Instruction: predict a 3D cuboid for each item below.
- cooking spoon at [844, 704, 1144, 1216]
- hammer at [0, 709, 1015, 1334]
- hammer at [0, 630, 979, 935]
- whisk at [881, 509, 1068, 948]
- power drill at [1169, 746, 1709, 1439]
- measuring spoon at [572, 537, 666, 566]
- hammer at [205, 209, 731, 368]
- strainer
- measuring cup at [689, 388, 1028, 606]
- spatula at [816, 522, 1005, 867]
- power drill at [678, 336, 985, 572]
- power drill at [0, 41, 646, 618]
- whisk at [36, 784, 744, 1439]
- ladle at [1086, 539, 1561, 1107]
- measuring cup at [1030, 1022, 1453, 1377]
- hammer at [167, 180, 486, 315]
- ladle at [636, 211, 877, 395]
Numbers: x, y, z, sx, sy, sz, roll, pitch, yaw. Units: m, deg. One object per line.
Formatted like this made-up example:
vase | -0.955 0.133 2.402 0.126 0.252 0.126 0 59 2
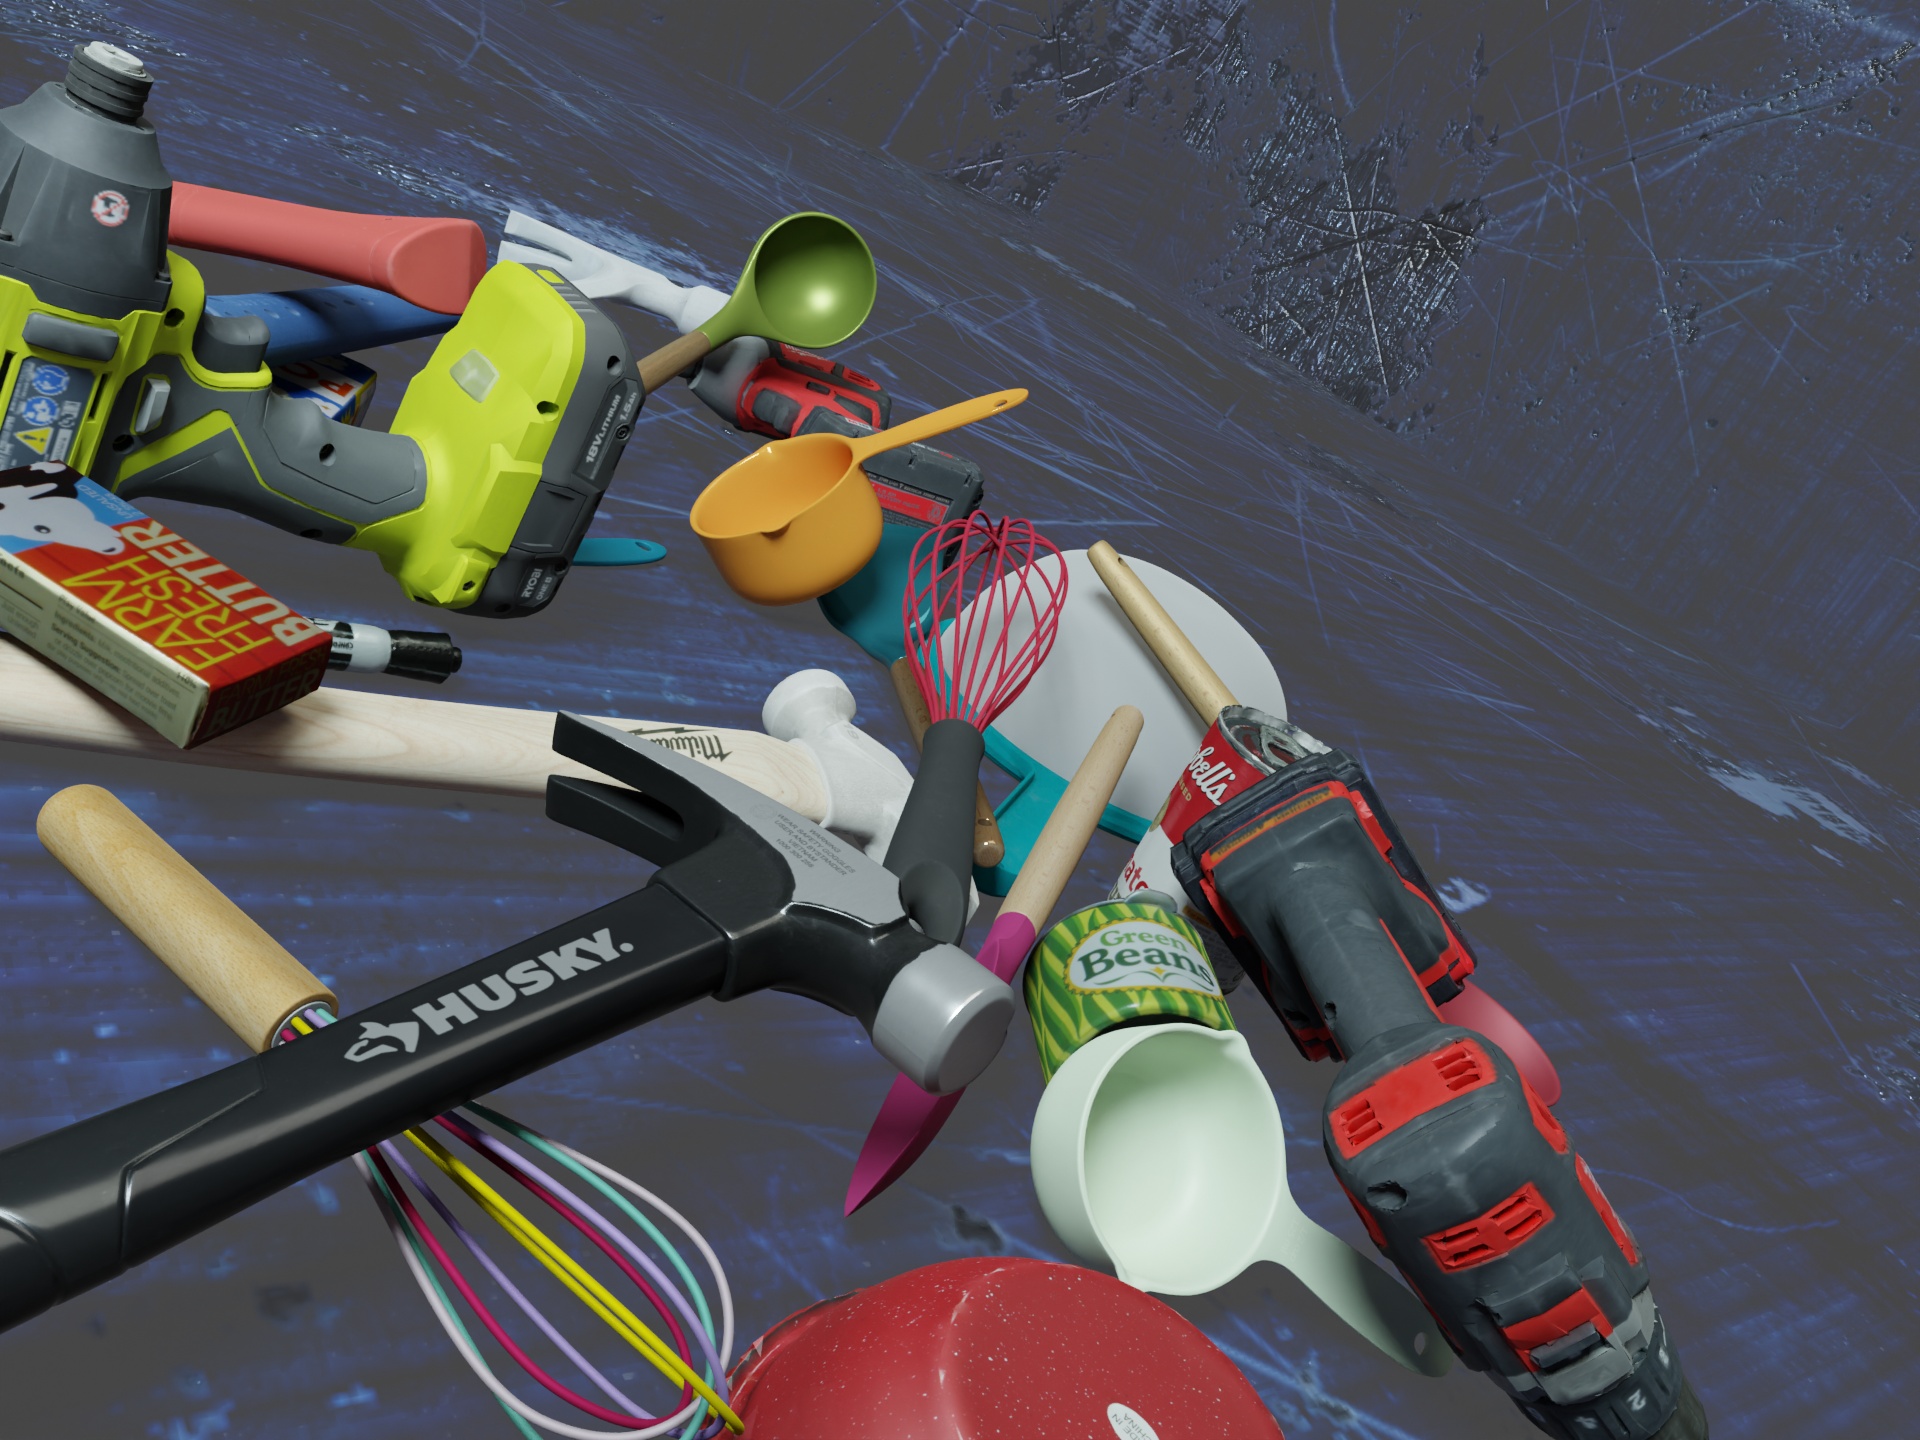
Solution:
cooking spoon | 0.026 0.060 0.551 0.017 0.068 0.319 36 29 0
hammer | -0.147 0.078 0.304 0.146 0.035 0.334 33 34 30
hammer | -0.179 0.011 0.499 0.410 0.038 0.146 9 30 -38
whisk | -0.001 -0.002 0.607 0.073 0.073 0.296 25 33 -9
power drill | 0.160 0.130 0.529 0.187 0.080 0.227 53 11 -25
measuring spoon | -0.178 -0.084 0.720 0.042 0.021 0.128 39 26 25
hammer | -0.246 -0.204 0.775 0.144 0.035 0.405 24 22 6
strainer | 0.072 -0.011 0.760 0.211 0.095 0.340 31 21 7
measuring cup | -0.042 -0.110 0.773 0.095 0.173 0.052 -104 172 -55
spatula | -0.021 -0.023 0.722 0.082 0.044 0.318 3 23 -14
power drill | -0.086 -0.169 0.949 0.143 0.078 0.220 14 23 -31
power drill | -0.227 -0.115 0.541 0.080 0.171 0.223 43 23 31
whisk | -0.142 0.089 0.377 0.245 0.051 0.047 33 1 22
ladle | 0.154 0.045 0.712 0.315 0.031 0.069 54 32 9
measuring cup | 0.088 0.156 0.489 0.167 0.038 0.083 41 62 -20
hammer | -0.364 -0.215 0.641 0.359 0.036 0.149 11 23 4
ladle | -0.144 -0.193 0.845 0.062 0.078 0.320 -4 29 33
